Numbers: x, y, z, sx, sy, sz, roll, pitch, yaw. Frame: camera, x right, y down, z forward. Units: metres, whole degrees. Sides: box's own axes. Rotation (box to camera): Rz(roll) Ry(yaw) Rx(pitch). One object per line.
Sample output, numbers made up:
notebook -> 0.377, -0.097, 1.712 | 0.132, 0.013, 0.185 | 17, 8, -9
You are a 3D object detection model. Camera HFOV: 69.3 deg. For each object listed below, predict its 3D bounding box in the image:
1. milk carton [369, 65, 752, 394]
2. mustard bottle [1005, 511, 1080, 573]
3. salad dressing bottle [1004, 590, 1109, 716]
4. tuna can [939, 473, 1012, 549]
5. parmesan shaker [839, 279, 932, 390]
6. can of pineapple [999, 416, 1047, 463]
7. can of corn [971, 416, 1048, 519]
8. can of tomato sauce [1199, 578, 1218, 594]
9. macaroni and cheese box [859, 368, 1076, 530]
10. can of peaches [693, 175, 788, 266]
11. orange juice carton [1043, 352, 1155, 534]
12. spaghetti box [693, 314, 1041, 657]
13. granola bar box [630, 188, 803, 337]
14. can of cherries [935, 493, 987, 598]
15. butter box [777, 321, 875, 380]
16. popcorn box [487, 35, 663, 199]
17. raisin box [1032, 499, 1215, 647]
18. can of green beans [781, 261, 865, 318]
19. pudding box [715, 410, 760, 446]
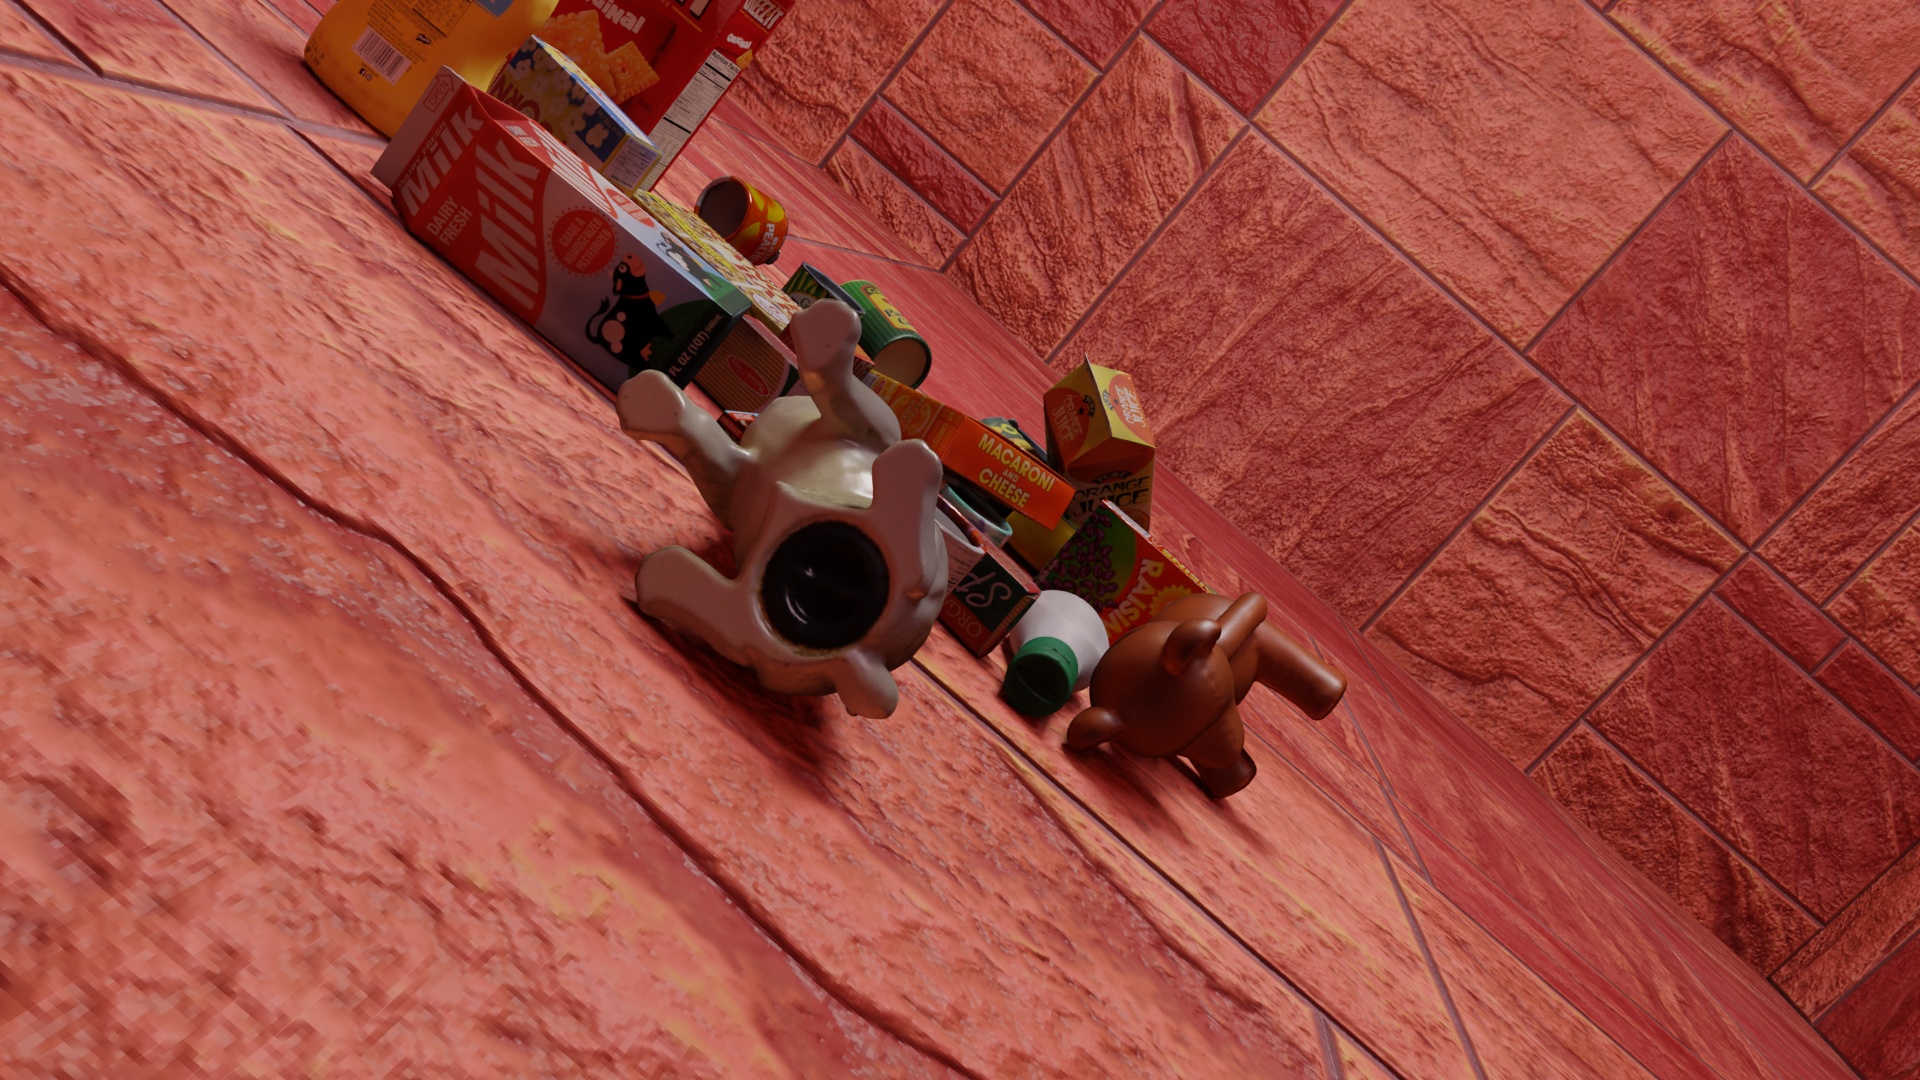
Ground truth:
milk carton -> -0.208, -0.155, 0.719 | 0.190, 0.072, 0.073 | 38, 12, -10
mustard bottle -> 0.102, 0.029, 1.075 | 0.160, 0.048, 0.065 | 41, 7, 4
salad dressing bottle -> 0.054, 0.066, 0.807 | 0.064, 0.044, 0.148 | 42, 13, 3
tuna can -> 0.003, -0.012, 0.956 | 0.071, 0.032, 0.071 | 38, 12, -9
parmesan shaker -> -0.075, -0.178, 1.241 | 0.071, 0.071, 0.103 | 29, 17, -46
can of pineapple -> 0.041, -0.065, 1.207 | 0.071, 0.057, 0.071 | 39, 12, -9
can of corn -> 0.033, -0.059, 1.128 | 0.071, 0.071, 0.058 | 27, 19, -50
can of tomato sauce -> 0.195, 0.067, 1.192 | 0.083, 0.071, 0.071 | 36, 12, -24
macaroni and cheese box -> -0.010, -0.073, 1.020 | 0.123, 0.040, 0.167 | 30, 0, -40
can of peaches -> -0.197, -0.286, 1.252 | 0.071, 0.071, 0.058 | 47, 13, 27
orange juice carton -> 0.110, -0.065, 1.105 | 0.191, 0.073, 0.072 | 80, -3, -60
spaghetti box -> -0.057, -0.035, 0.808 | 0.250, 0.050, 0.029 | 44, 13, 14
granola bar box -> -0.175, -0.187, 1.024 | 0.165, 0.039, 0.124 | 42, 11, 7
can of cherries -> -0.029, 0.004, 0.733 | 0.071, 0.058, 0.072 | 39, 12, -10
butter box -> -0.103, -0.120, 0.970 | 0.024, 0.053, 0.103 | 46, 13, 16
popcorn box -> -0.259, -0.255, 0.896 | 0.127, 0.085, 0.038 | 47, 13, 26
raisin box -> 0.125, 0.041, 1.012 | 0.123, 0.086, 0.040 | 43, 10, 9
can of green beans -> -0.121, -0.185, 1.137 | 0.071, 0.057, 0.071 | 39, 11, -9
pudding box -> -0.101, -0.042, 0.745 | 0.050, 0.030, 0.084 | 42, 11, 10
